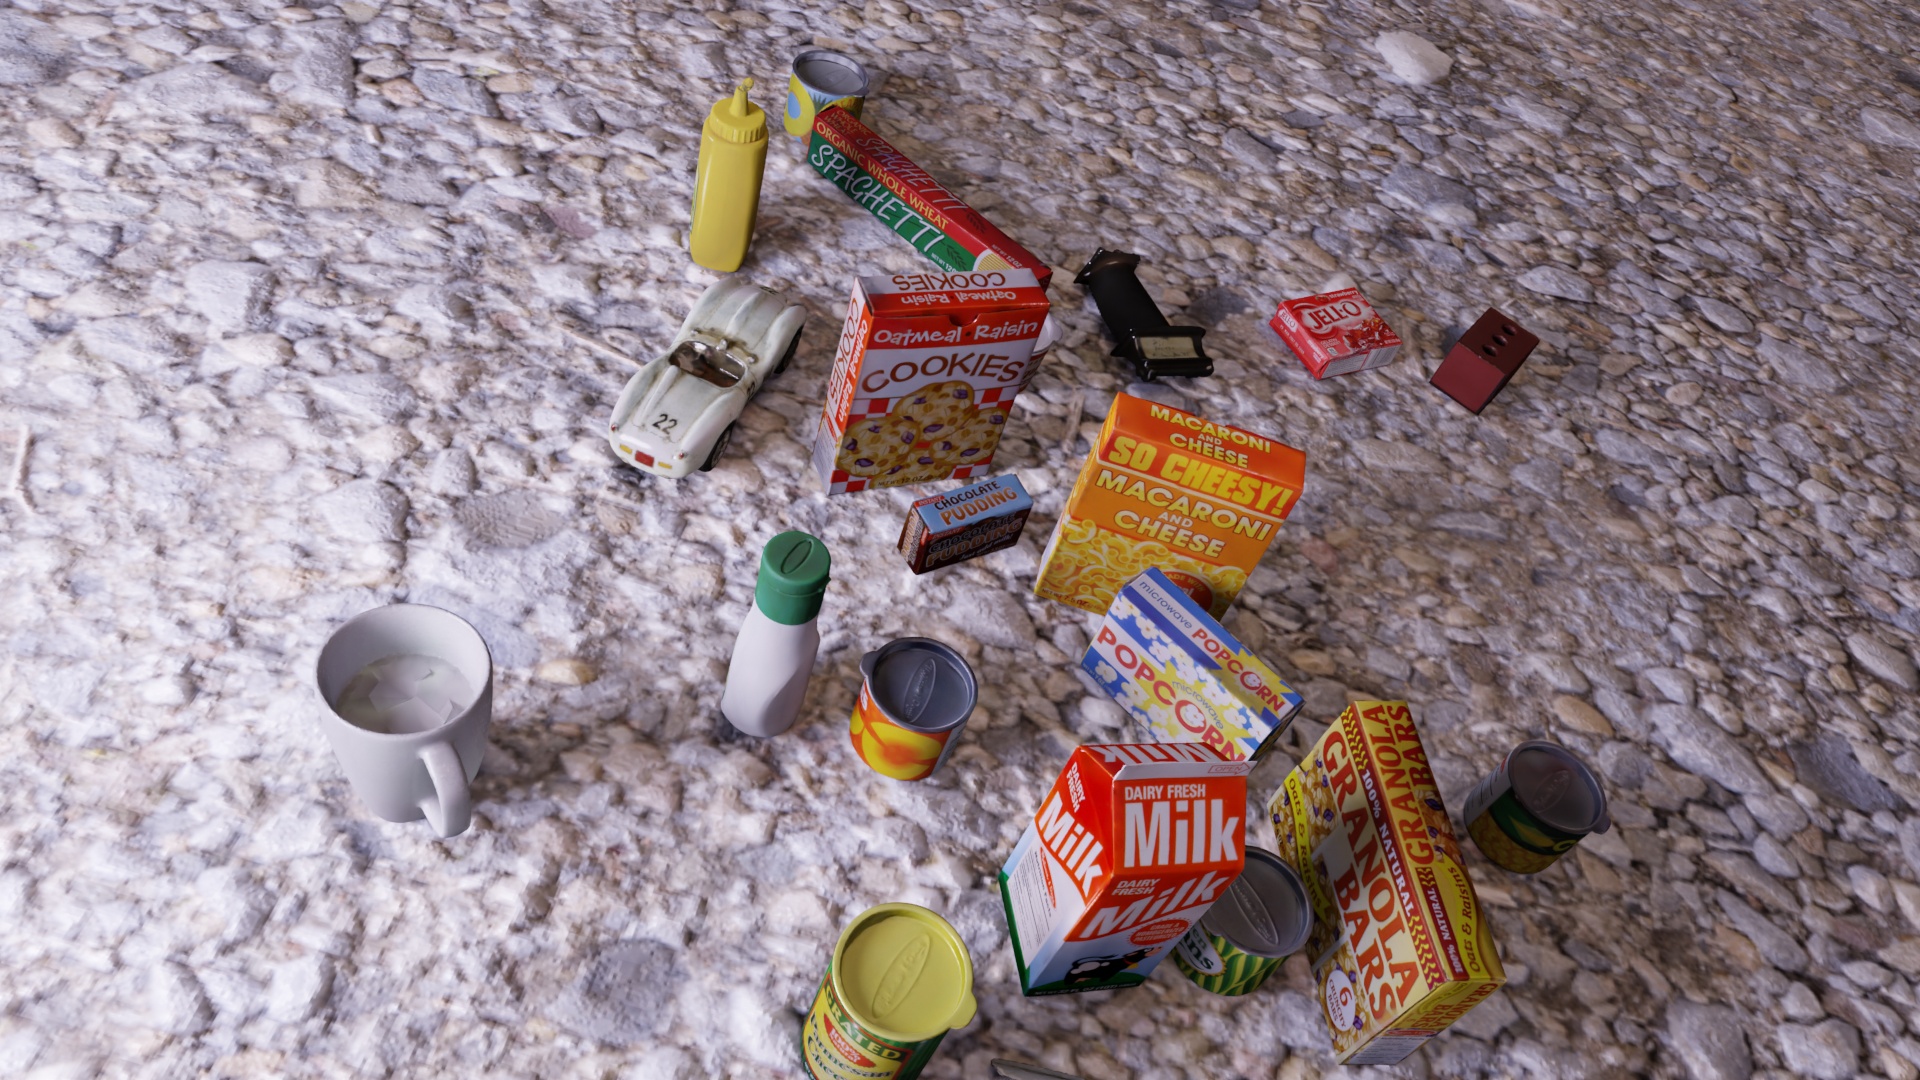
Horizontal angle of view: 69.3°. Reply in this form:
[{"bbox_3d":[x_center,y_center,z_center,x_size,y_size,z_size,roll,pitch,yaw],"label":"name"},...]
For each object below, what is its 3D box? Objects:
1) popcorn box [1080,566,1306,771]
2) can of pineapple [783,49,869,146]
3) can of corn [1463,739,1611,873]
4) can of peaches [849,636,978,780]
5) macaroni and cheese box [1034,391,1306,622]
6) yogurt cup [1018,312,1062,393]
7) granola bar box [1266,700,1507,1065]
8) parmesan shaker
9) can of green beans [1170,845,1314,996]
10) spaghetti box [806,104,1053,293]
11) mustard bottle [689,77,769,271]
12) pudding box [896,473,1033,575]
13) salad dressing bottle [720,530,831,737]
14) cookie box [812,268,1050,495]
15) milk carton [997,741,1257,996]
[{"bbox_3d":[0.141,0.088,0.867,0.127,0.084,0.038,43,52,19],"label":"popcorn box"},{"bbox_3d":[-0.116,-0.379,1.199,0.071,0.057,0.071,9,49,-11],"label":"can of pineapple"},{"bbox_3d":[0.367,0.172,0.887,0.071,0.058,0.071,9,49,-11],"label":"can of corn"},{"bbox_3d":[-0.031,0.099,0.820,0.071,0.057,0.071,9,49,-11],"label":"can of peaches"},{"bbox_3d":[0.130,-0.010,0.892,0.124,0.165,0.040,18,48,-3],"label":"macaroni and cheese box"},{"bbox_3d":[0.033,-0.147,1.053,0.072,0.053,0.073,9,49,-11],"label":"yogurt cup"},{"bbox_3d":[0.232,0.192,0.782,0.039,0.123,0.166,4,50,-15],"label":"granola bar box"},{"bbox_3d":[-0.036,0.231,0.676,0.071,0.102,0.072,9,49,-11],"label":"parmesan shaker"},{"bbox_3d":[0.156,0.215,0.782,0.071,0.057,0.071,9,49,-11],"label":"can of green beans"},{"bbox_3d":[-0.030,-0.269,1.138,0.250,0.049,0.029,41,51,17],"label":"spaghetti box"},{"bbox_3d":[-0.169,-0.275,1.024,0.049,0.159,0.065,9,49,-11],"label":"mustard bottle"},{"bbox_3d":[0.003,-0.012,0.931,0.084,0.049,0.030,-16,58,-29],"label":"pudding box"},{"bbox_3d":[-0.101,0.054,0.775,0.044,0.146,0.064,29,48,7],"label":"salad dressing bottle"},{"bbox_3d":[-0.022,-0.103,0.921,0.123,0.166,0.040,-8,54,-24],"label":"cookie box"},{"bbox_3d":[0.084,0.162,0.714,0.072,0.189,0.074,1,51,-18],"label":"milk carton"}]
